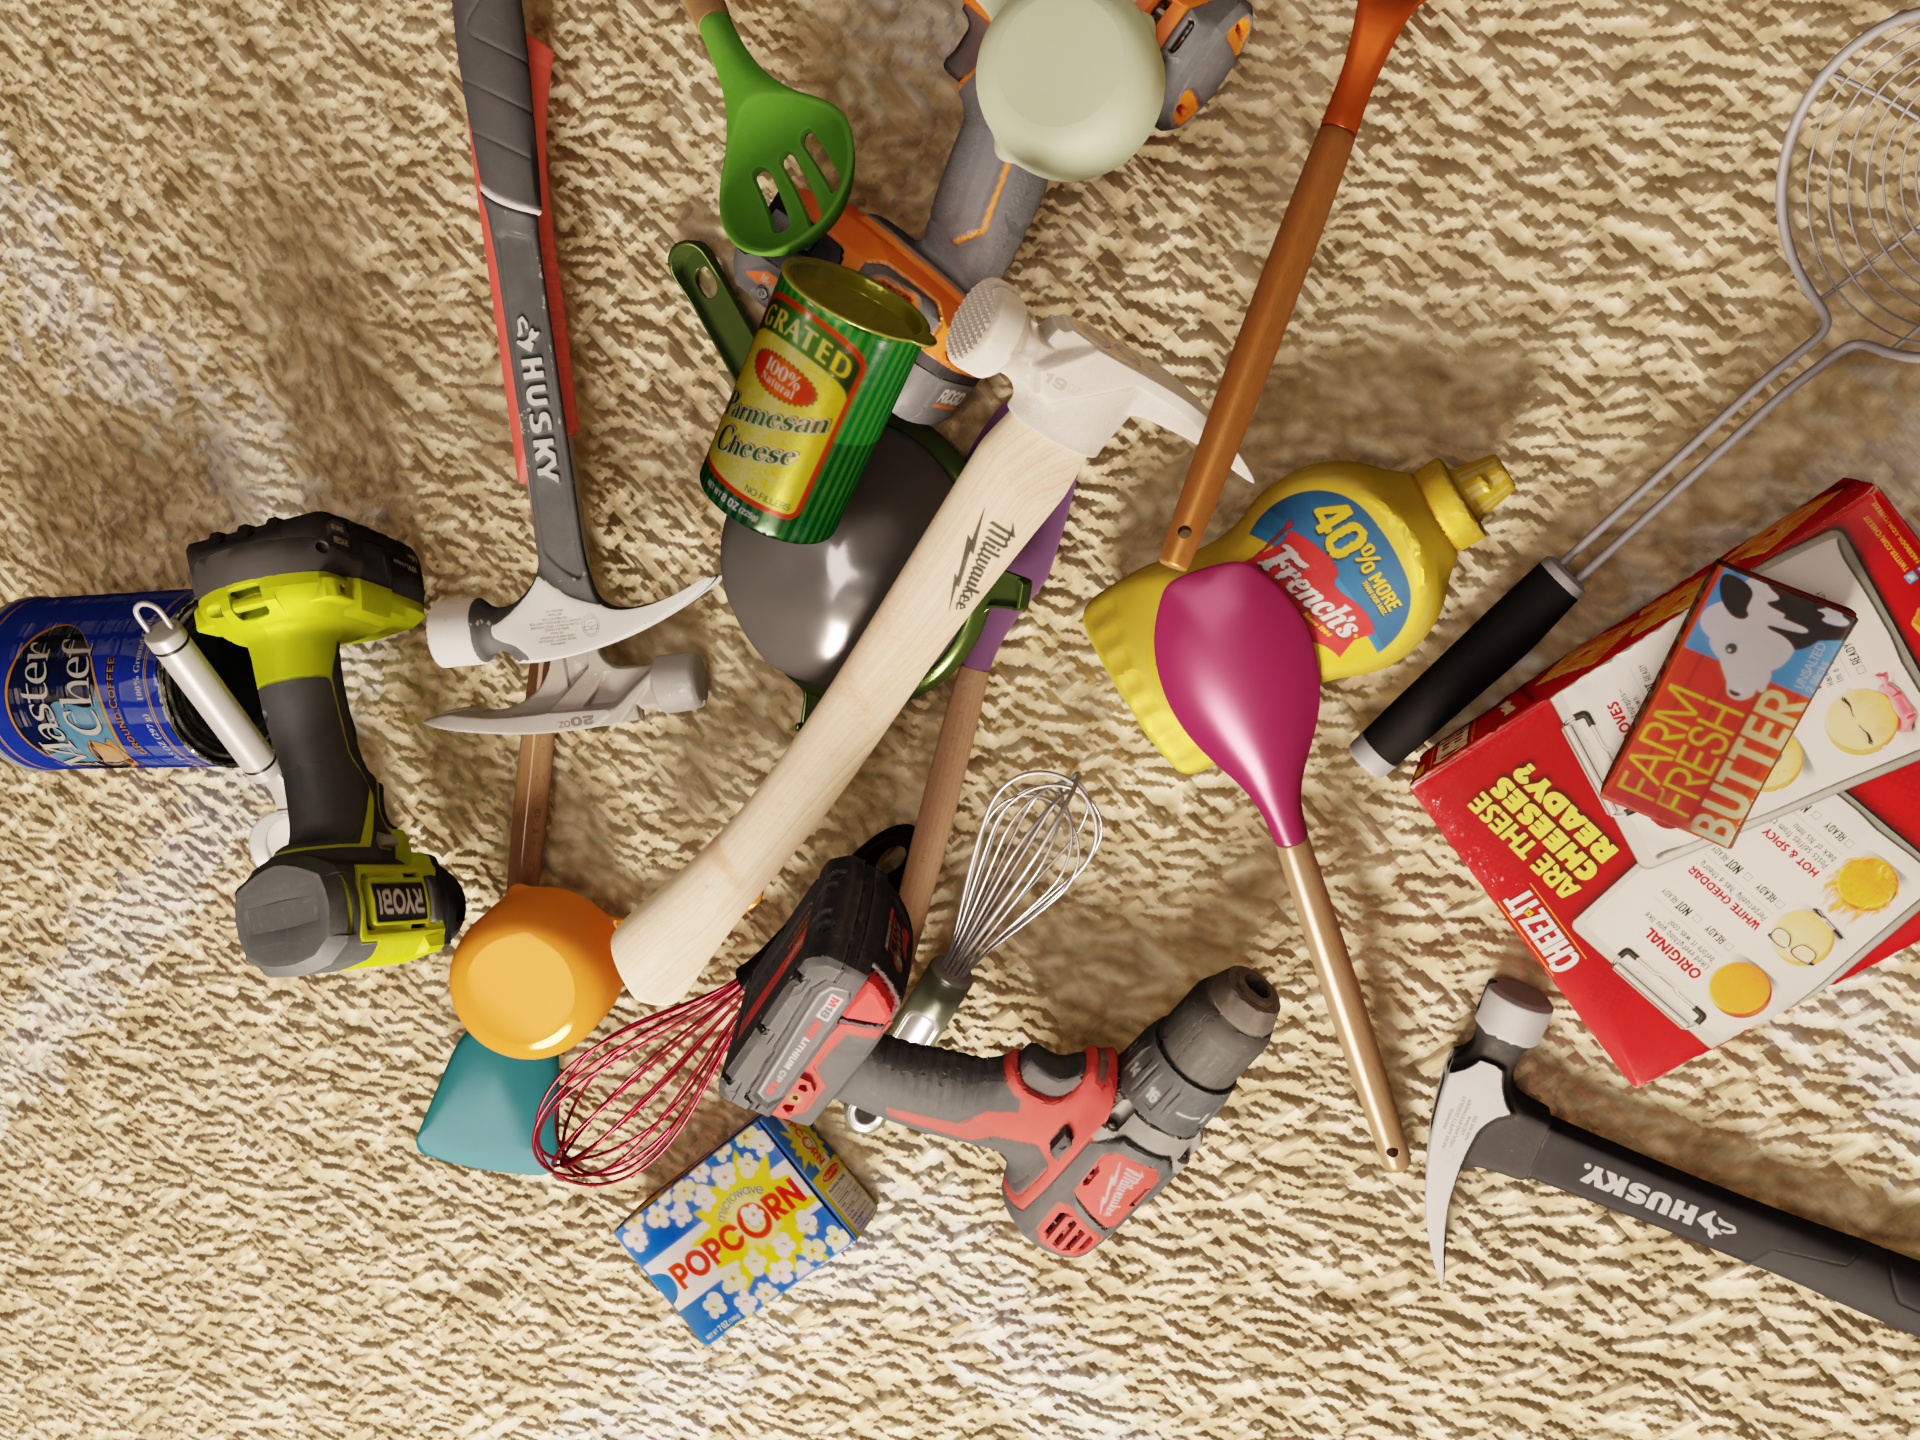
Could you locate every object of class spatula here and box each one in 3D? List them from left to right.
[{"bbox_3d":[-0.246,0.098,0.889,0.082,0.044,0.317,9,103,3],"label":"spatula"},{"bbox_3d":[-0.001,-0.003,0.789,0.060,0.018,0.316,17,100,20],"label":"spatula"},{"bbox_3d":[0.145,-0.212,0.648,0.081,0.041,0.322,21,92,9],"label":"spatula"}]

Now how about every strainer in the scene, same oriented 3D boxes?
[{"bbox_3d":[-0.376,0.029,0.871,0.087,0.050,0.258,-5,136,10],"label":"strainer"},{"bbox_3d":[-0.088,-0.122,0.766,0.151,0.069,0.256,-31,86,28],"label":"strainer"}]

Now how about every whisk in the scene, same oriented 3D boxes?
[{"bbox_3d":[-0.125,0.154,0.856,0.296,0.073,0.073,-43,86,14],"label":"whisk"},{"bbox_3d":[0.000,0.123,0.811,0.058,0.059,0.246,30,114,-1],"label":"whisk"}]

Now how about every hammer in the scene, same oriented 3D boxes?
[{"bbox_3d":[-0.226,-0.172,0.819,0.149,0.037,0.359,-5,99,7],"label":"hammer"},{"bbox_3d":[-0.211,-0.233,0.771,0.149,0.036,0.409,-5,99,6],"label":"hammer"},{"bbox_3d":[-0.040,-0.003,0.741,0.146,0.038,0.410,22,121,-29],"label":"hammer"},{"bbox_3d":[0.375,0.244,0.719,0.335,0.035,0.146,21,106,13],"label":"hammer"}]

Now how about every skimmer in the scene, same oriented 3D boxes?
[{"bbox_3d":[0.280,-0.109,0.646,0.363,0.090,0.127,-47,53,23],"label":"skimmer"}]

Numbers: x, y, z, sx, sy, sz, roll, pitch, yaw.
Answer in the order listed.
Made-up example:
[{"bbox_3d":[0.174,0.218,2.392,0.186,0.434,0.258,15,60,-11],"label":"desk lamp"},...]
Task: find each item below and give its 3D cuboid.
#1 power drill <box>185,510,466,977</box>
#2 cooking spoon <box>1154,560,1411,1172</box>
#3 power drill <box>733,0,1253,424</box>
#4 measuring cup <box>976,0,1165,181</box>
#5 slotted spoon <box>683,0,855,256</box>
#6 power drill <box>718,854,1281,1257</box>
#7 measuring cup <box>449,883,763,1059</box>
[{"bbox_3d":[-0.319,0.017,0.827,0.080,0.171,0.223,-13,83,7],"label":"power drill"},{"bbox_3d":[0.159,0.076,0.729,0.069,0.017,0.318,-16,109,16],"label":"cooking spoon"},{"bbox_3d":[-0.002,-0.266,0.713,0.164,0.084,0.226,41,106,7],"label":"power drill"},{"bbox_3d":[0.016,-0.296,0.645,0.083,0.038,0.167,-38,88,13],"label":"measuring cup"},{"bbox_3d":[-0.116,-0.332,0.712,0.070,0.031,0.314,-30,71,20],"label":"slotted spoon"},{"bbox_3d":[0.021,0.153,0.758,0.226,0.080,0.187,28,120,-12],"label":"power drill"},{"bbox_3d":[-0.190,0.124,0.852,0.173,0.052,0.095,-19,97,7],"label":"measuring cup"}]
